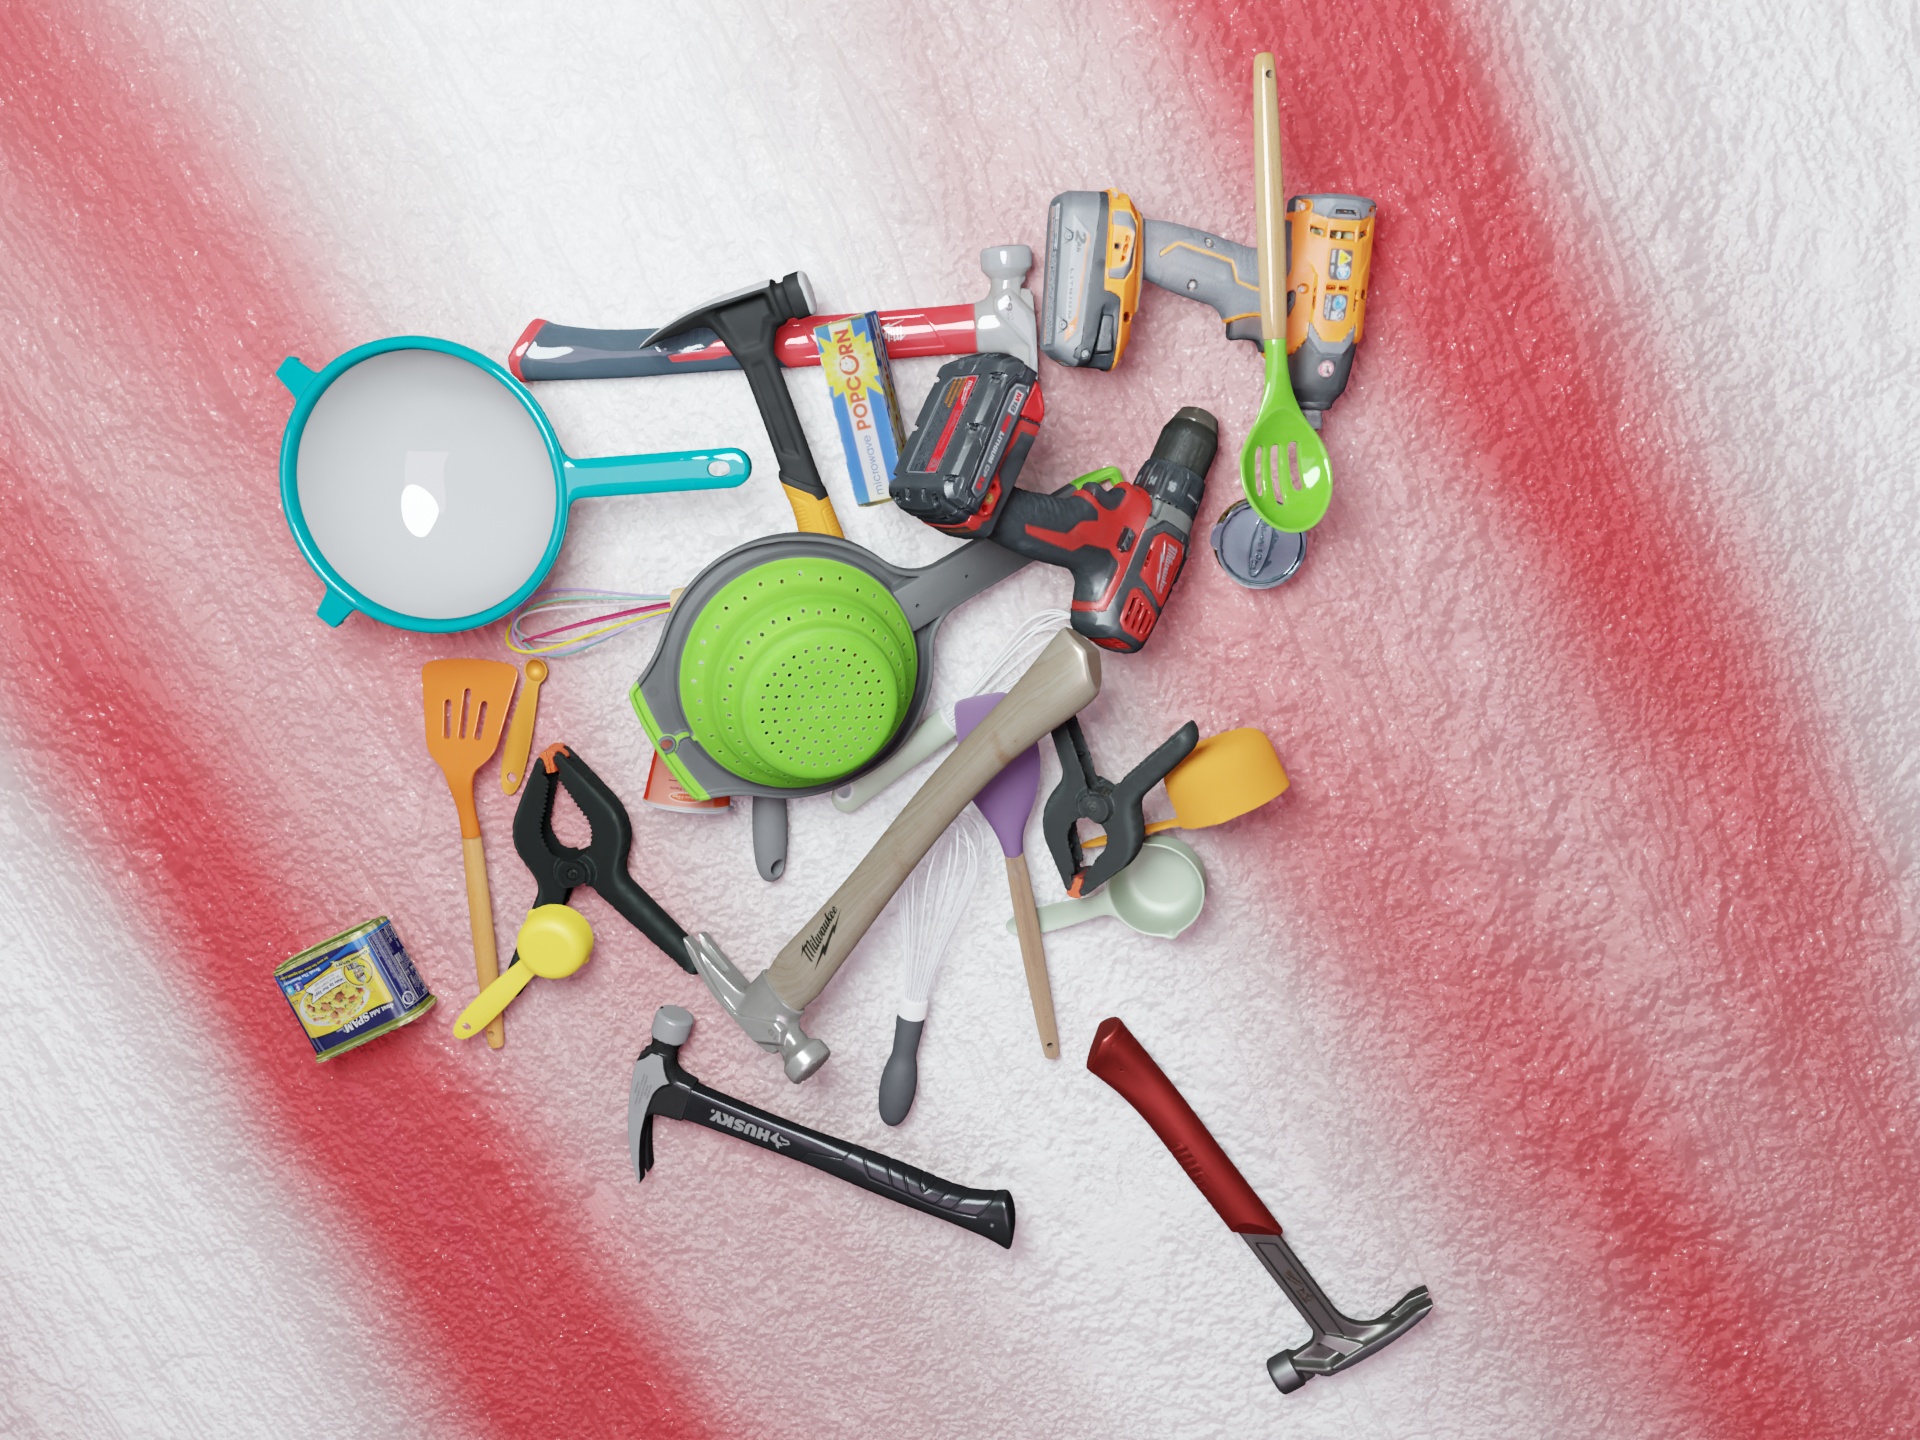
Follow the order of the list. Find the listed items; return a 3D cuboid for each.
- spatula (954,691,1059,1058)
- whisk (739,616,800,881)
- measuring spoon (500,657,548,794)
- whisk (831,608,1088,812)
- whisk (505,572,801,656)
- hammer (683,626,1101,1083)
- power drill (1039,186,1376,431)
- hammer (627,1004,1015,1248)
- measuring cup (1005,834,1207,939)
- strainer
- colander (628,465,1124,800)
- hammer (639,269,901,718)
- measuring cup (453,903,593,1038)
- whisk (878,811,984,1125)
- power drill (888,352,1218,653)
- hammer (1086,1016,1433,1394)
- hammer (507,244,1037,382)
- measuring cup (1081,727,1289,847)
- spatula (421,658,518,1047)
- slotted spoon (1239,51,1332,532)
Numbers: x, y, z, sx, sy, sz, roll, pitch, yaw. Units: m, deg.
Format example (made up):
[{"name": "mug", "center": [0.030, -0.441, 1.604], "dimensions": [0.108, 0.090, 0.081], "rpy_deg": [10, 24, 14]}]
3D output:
[{"name": "spatula", "center": [0.048, 0.126, 1.235], "dimensions": [0.060, 0.018, 0.315], "rpy_deg": [-10, 110, 2]}, {"name": "whisk", "center": [-0.147, 0.013, 1.229], "dimensions": [0.055, 0.055, 0.239], "rpy_deg": [2, 108, 2]}, {"name": "measuring spoon", "center": [-0.343, 0.005, 1.253], "dimensions": [0.021, 0.011, 0.117], "rpy_deg": [20, 106, 10]}, {"name": "whisk", "center": [-0.002, -0.004, 1.218], "dimensions": [0.246, 0.059, 0.058], "rpy_deg": [-36, 59, 14]}, {"name": "whisk", "center": [-0.232, -0.081, 1.190], "dimensions": [0.245, 0.047, 0.051], "rpy_deg": [-8, 111, 17]}, {"name": "hammer", "center": [-0.047, 0.085, 1.187], "dimensions": [0.146, 0.038, 0.410], "rpy_deg": [46, 109, 15]}, {"name": "power drill", "center": [0.174, -0.289, 1.119], "dimensions": [0.226, 0.084, 0.164], "rpy_deg": [1, 103, -6]}, {"name": "hammer", "center": [-0.112, 0.355, 1.290], "dimensions": [0.335, 0.035, 0.146], "rpy_deg": [20, 103, 5]}, {"name": "measuring cup", "center": [0.115, 0.138, 1.252], "dimensions": [0.167, 0.038, 0.083], "rpy_deg": [-18, 99, 23]}, {"name": "strainer", "center": [-0.315, -0.179, 1.164], "dimensions": [0.340, 0.095, 0.211], "rpy_deg": [-3, 104, 4]}, {"name": "colander", "center": [-0.038, -0.066, 1.134], "dimensions": [0.397, 0.095, 0.204], "rpy_deg": [-31, 116, -6]}, {"name": "hammer", "center": [-0.115, -0.148, 1.170], "dimensions": [0.127, 0.034, 0.336], "rpy_deg": [-17, 110, 9]}, {"name": "measuring cup", "center": [-0.354, 0.208, 1.258], "dimensions": [0.062, 0.029, 0.156], "rpy_deg": [44, 105, -10]}, {"name": "whisk", "center": [-0.032, 0.197, 1.260], "dimensions": [0.070, 0.070, 0.284], "rpy_deg": [11, 108, 0]}, {"name": "power drill", "center": [0.080, -0.171, 1.110], "dimensions": [0.226, 0.080, 0.188], "rpy_deg": [28, 82, -33]}, {"name": "hammer", "center": [0.228, 0.382, 1.295], "dimensions": [0.149, 0.037, 0.359], "rpy_deg": [-35, 99, 10]}, {"name": "hammer", "center": [-0.136, -0.261, 1.168], "dimensions": [0.386, 0.038, 0.143], "rpy_deg": [-4, 104, 4]}, {"name": "measuring cup", "center": [0.160, 0.053, 1.211], "dimensions": [0.173, 0.095, 0.052], "rpy_deg": [-19, 97, 26]}, {"name": "spatula", "center": [-0.383, 0.111, 1.271], "dimensions": [0.081, 0.041, 0.322], "rpy_deg": [2, 108, 10]}, {"name": "slotted spoon", "center": [0.213, -0.284, 1.074], "dimensions": [0.070, 0.031, 0.313], "rpy_deg": [-9, 103, -16]}]
